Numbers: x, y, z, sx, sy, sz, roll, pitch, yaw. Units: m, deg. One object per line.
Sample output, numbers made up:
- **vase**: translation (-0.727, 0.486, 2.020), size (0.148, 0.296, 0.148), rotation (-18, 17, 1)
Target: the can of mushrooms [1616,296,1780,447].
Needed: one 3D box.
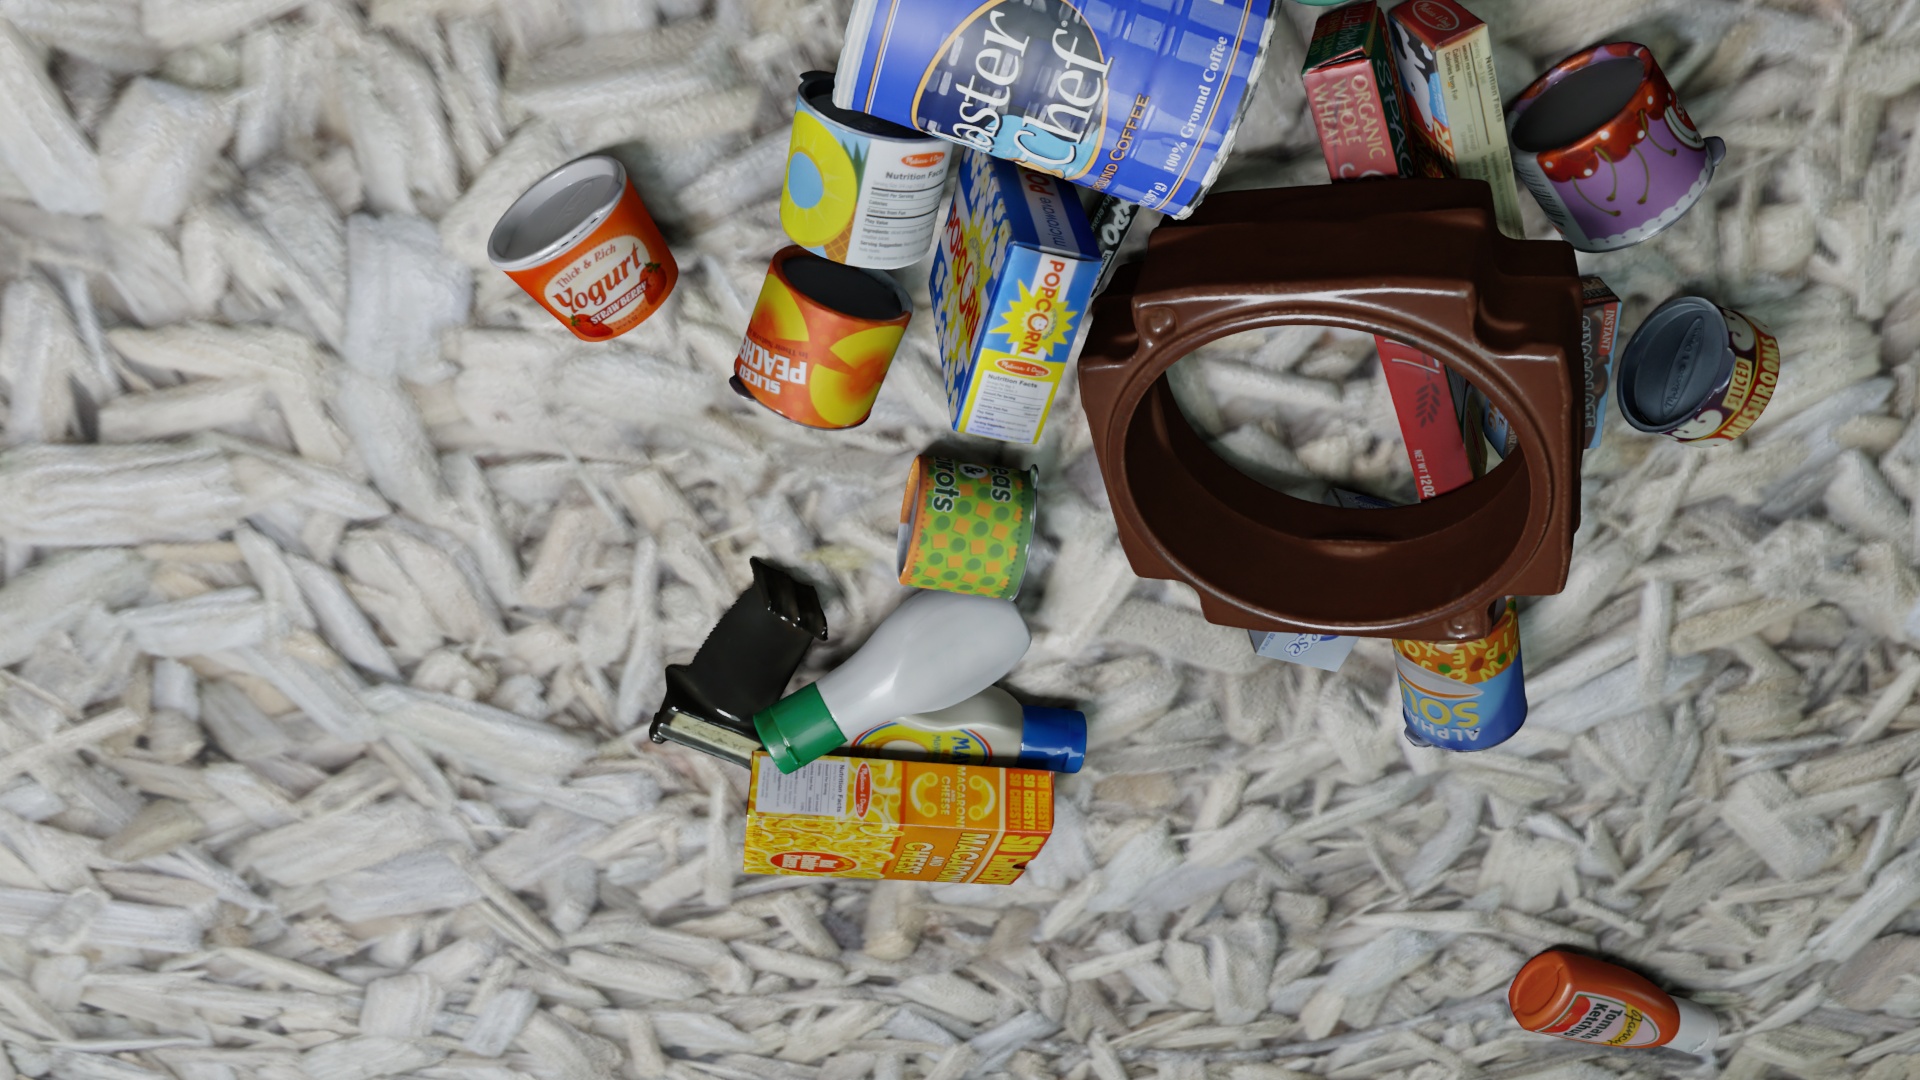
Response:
- **can of mushrooms**: translation (0.347, -0.078, 0.652), size (0.033, 0.071, 0.070), rotation (14, 125, -16)

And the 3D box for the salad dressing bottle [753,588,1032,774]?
- **salad dressing bottle**: translation (-0.036, 0.071, 0.729), size (0.148, 0.044, 0.064), rotation (-29, 122, -5)

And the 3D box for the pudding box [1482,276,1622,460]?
- **pudding box**: translation (0.284, -0.082, 0.670), size (0.050, 0.030, 0.083), rotation (-8, 127, 2)

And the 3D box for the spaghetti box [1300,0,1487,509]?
- **spaghetti box**: translation (0.200, -0.115, 0.624), size (0.028, 0.050, 0.249), rotation (-6, 130, 29)

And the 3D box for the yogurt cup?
- **yogurt cup**: translation (-0.158, -0.122, 0.592), size (0.072, 0.073, 0.053), rotation (-23, 133, 13)

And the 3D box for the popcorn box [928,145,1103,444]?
- **popcorn box**: translation (0.019, -0.110, 0.572), size (0.038, 0.127, 0.084), rotation (8, 126, -13)

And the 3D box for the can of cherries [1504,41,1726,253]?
- **can of cherries**: translation (0.273, -0.166, 0.583), size (0.071, 0.072, 0.058), rotation (-37, 119, 22)

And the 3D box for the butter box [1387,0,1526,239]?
- **butter box**: translation (0.209, -0.172, 0.583), size (0.024, 0.053, 0.103), rotation (-22, 126, 9)

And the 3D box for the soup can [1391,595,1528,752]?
- **soup can**: translation (0.268, 0.065, 0.755), size (0.071, 0.072, 0.083), rotation (-16, 126, 9)

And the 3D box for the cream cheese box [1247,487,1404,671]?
- **cream cheese box**: translation (0.202, 0.022, 0.747), size (0.053, 0.024, 0.103), rotation (13, 125, -14)

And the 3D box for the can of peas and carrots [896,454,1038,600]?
- **can of peas and carrots**: translation (0.002, -0.009, 0.685), size (0.059, 0.071, 0.070), rotation (8, 126, -9)

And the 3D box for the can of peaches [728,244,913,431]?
- **can of peaches**: translation (-0.063, -0.091, 0.617), size (0.071, 0.071, 0.057), rotation (17, 123, -16)

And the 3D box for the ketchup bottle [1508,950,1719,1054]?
- **ketchup bottle**: translation (0.467, 0.332, 0.985), size (0.149, 0.044, 0.064), rotation (17, 124, -16)

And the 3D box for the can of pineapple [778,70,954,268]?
- **can of pineapple**: translation (-0.040, -0.154, 0.575), size (0.071, 0.071, 0.057), rotation (9, 126, -10)

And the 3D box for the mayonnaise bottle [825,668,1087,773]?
- **mayonnaise bottle**: translation (-0.004, 0.108, 0.787), size (0.148, 0.041, 0.064), rotation (6, 131, -7)

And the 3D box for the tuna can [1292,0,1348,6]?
- **tuna can**: translation (0.139, -0.242, 0.538), size (0.071, 0.033, 0.070), rotation (-2, 127, -2)

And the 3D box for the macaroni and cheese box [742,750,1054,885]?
- **macaroni and cheese box**: translation (-0.040, 0.164, 0.800), size (0.167, 0.040, 0.123), rotation (5, 152, -7)
